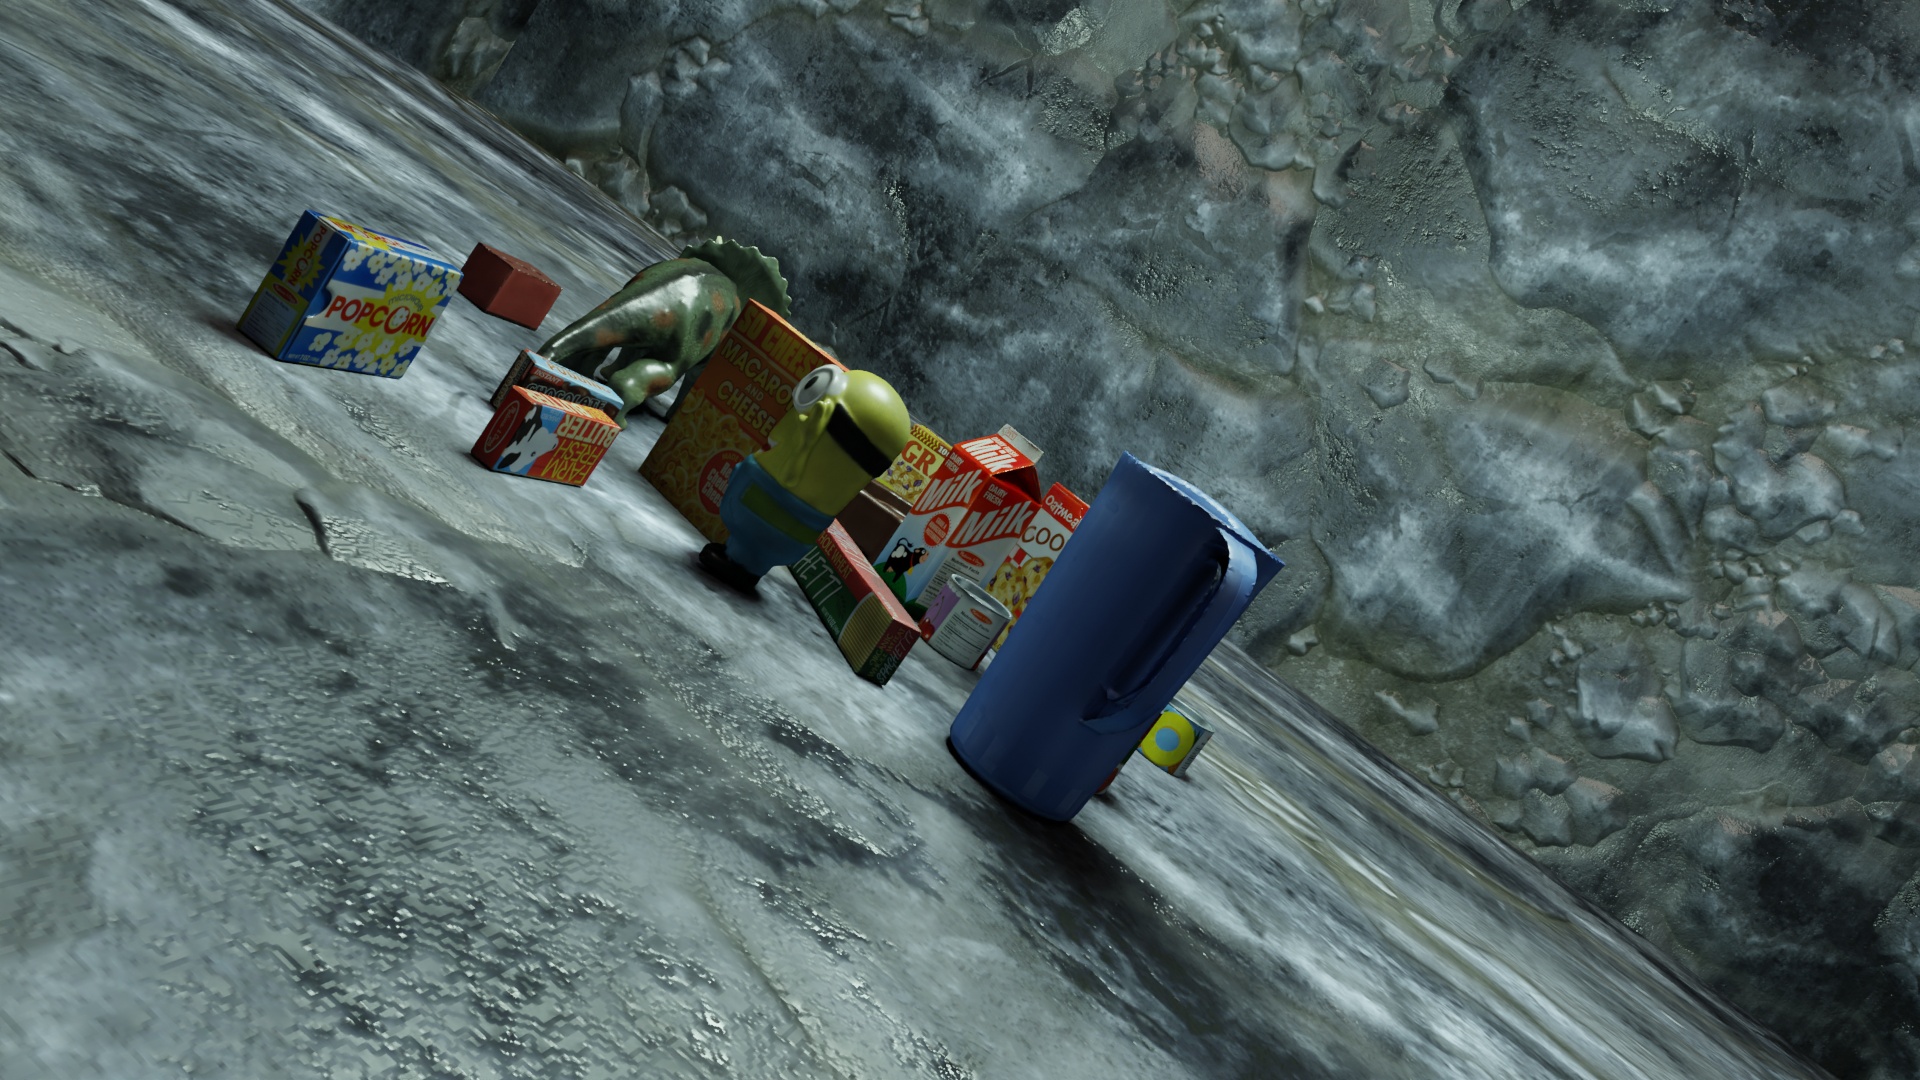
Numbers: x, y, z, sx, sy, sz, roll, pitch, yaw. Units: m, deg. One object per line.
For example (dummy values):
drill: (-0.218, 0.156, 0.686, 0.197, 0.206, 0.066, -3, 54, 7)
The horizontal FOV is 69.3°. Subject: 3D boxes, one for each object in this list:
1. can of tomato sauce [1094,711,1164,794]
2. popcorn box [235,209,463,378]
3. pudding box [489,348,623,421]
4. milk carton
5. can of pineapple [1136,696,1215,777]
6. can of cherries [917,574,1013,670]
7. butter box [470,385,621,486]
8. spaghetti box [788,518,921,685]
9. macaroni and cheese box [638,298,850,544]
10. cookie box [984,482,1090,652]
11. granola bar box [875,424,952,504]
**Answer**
can of tomato sauce: (0.111, 0.150, 1.107, 0.071, 0.083, 0.071, 34, 7, -5)
popcorn box: (-0.378, -0.151, 0.871, 0.038, 0.085, 0.127, 36, 7, 8)
pudding box: (-0.302, -0.104, 1.042, 0.083, 0.049, 0.030, 26, 11, -48)
milk carton: (0.005, -0.016, 1.270, 0.073, 0.190, 0.072, 29, 9, -39)
can of pineapple: (0.205, 0.189, 1.362, 0.071, 0.058, 0.071, 34, 7, -5)
can of cherries: (0.003, 0.072, 1.223, 0.071, 0.058, 0.071, 34, 7, -5)
butter box: (-0.274, -0.068, 0.923, 0.024, 0.053, 0.103, 37, 8, 18)
spaghetti box: (-0.095, 0.032, 1.083, 0.028, 0.050, 0.251, 31, 9, -31)
macaroni and cheese box: (-0.164, -0.087, 1.085, 0.124, 0.166, 0.040, 39, 8, 32)
cookie box: (0.090, 0.044, 1.348, 0.040, 0.167, 0.123, 28, 10, -45)
granola bar box: (-0.017, -0.032, 1.531, 0.166, 0.124, 0.039, 37, 7, 18)
